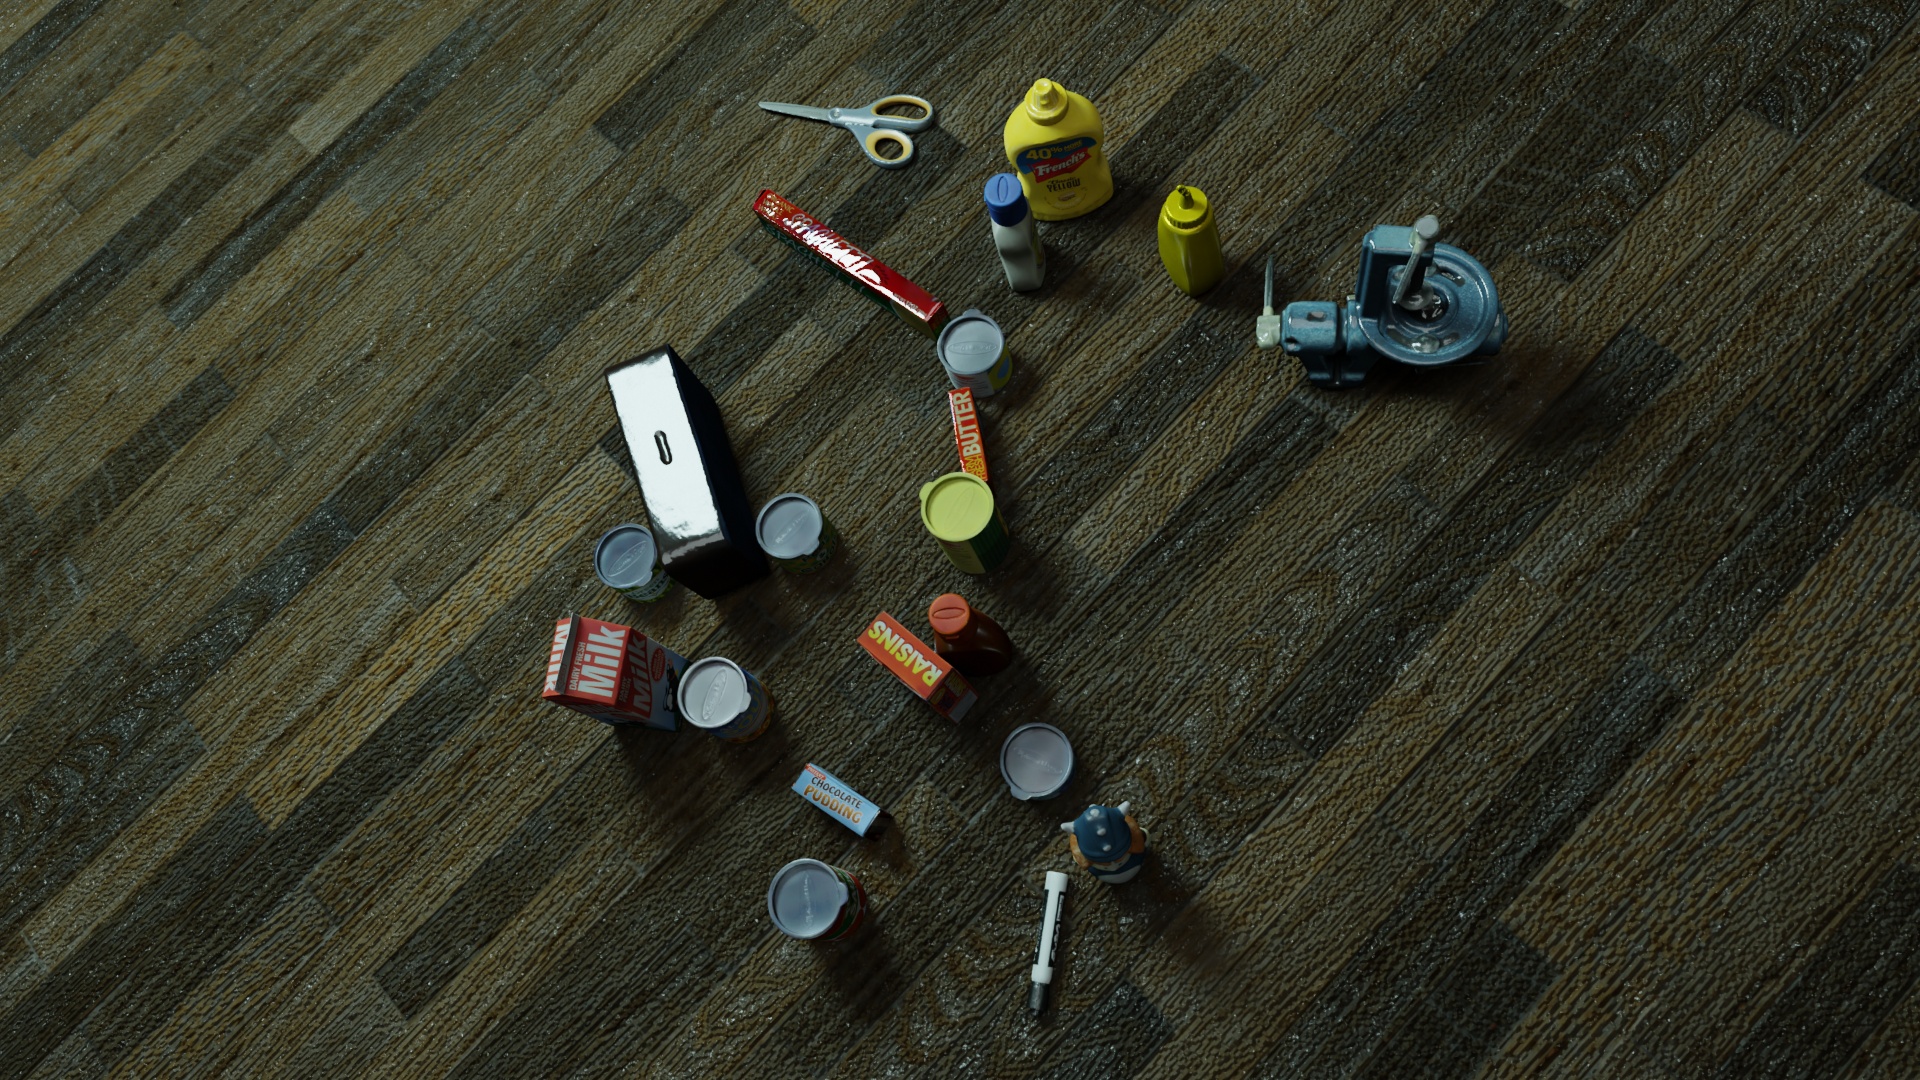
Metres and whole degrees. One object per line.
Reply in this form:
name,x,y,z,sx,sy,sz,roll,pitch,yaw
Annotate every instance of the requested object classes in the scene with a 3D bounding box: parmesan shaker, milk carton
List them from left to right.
milk carton,-0.317,0.122,1.264,0.073,0.190,0.072,4,73,13
parmesan shaker,0.005,-0.016,1.293,0.071,0.103,0.071,-3,71,10

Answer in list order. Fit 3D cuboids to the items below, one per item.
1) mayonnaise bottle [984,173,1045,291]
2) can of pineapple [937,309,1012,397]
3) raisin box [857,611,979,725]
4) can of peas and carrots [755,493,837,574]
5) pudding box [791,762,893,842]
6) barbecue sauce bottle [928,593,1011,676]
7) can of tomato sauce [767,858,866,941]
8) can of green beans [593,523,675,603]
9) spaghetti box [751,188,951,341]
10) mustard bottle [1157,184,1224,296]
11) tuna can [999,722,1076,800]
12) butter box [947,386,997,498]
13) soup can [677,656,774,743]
mayonnaise bottle,0.054,-0.303,1.357,0.041,0.147,0.065,-3,71,11
can of pineapple,0.016,-0.183,1.372,0.071,0.057,0.071,-3,71,10
raisin box,-0.037,0.116,1.246,0.086,0.123,0.040,38,83,20
can of peas and carrots,-0.156,-0.004,1.345,0.071,0.058,0.071,-3,71,10
pudding box,-0.107,0.237,1.258,0.084,0.049,0.030,30,80,19
barbecue sauce bottle,0.004,0.085,1.235,0.065,0.148,0.044,-6,71,10
can of tomato sauce,-0.122,0.316,1.216,0.071,0.083,0.071,-3,71,10
can of green beans,-0.319,0.023,1.369,0.071,0.057,0.071,-3,71,10
spaghetti box,-0.115,-0.287,1.438,0.250,0.050,0.029,36,82,20
mustard bottle,0.217,-0.291,1.314,0.049,0.160,0.065,-33,69,-1
tuna can,0.069,0.201,1.244,0.071,0.032,0.071,-3,71,10
butter box,0.012,-0.092,1.345,0.024,0.053,0.104,-13,70,7
soup can,-0.214,0.151,1.291,0.071,0.083,0.071,-3,71,10
